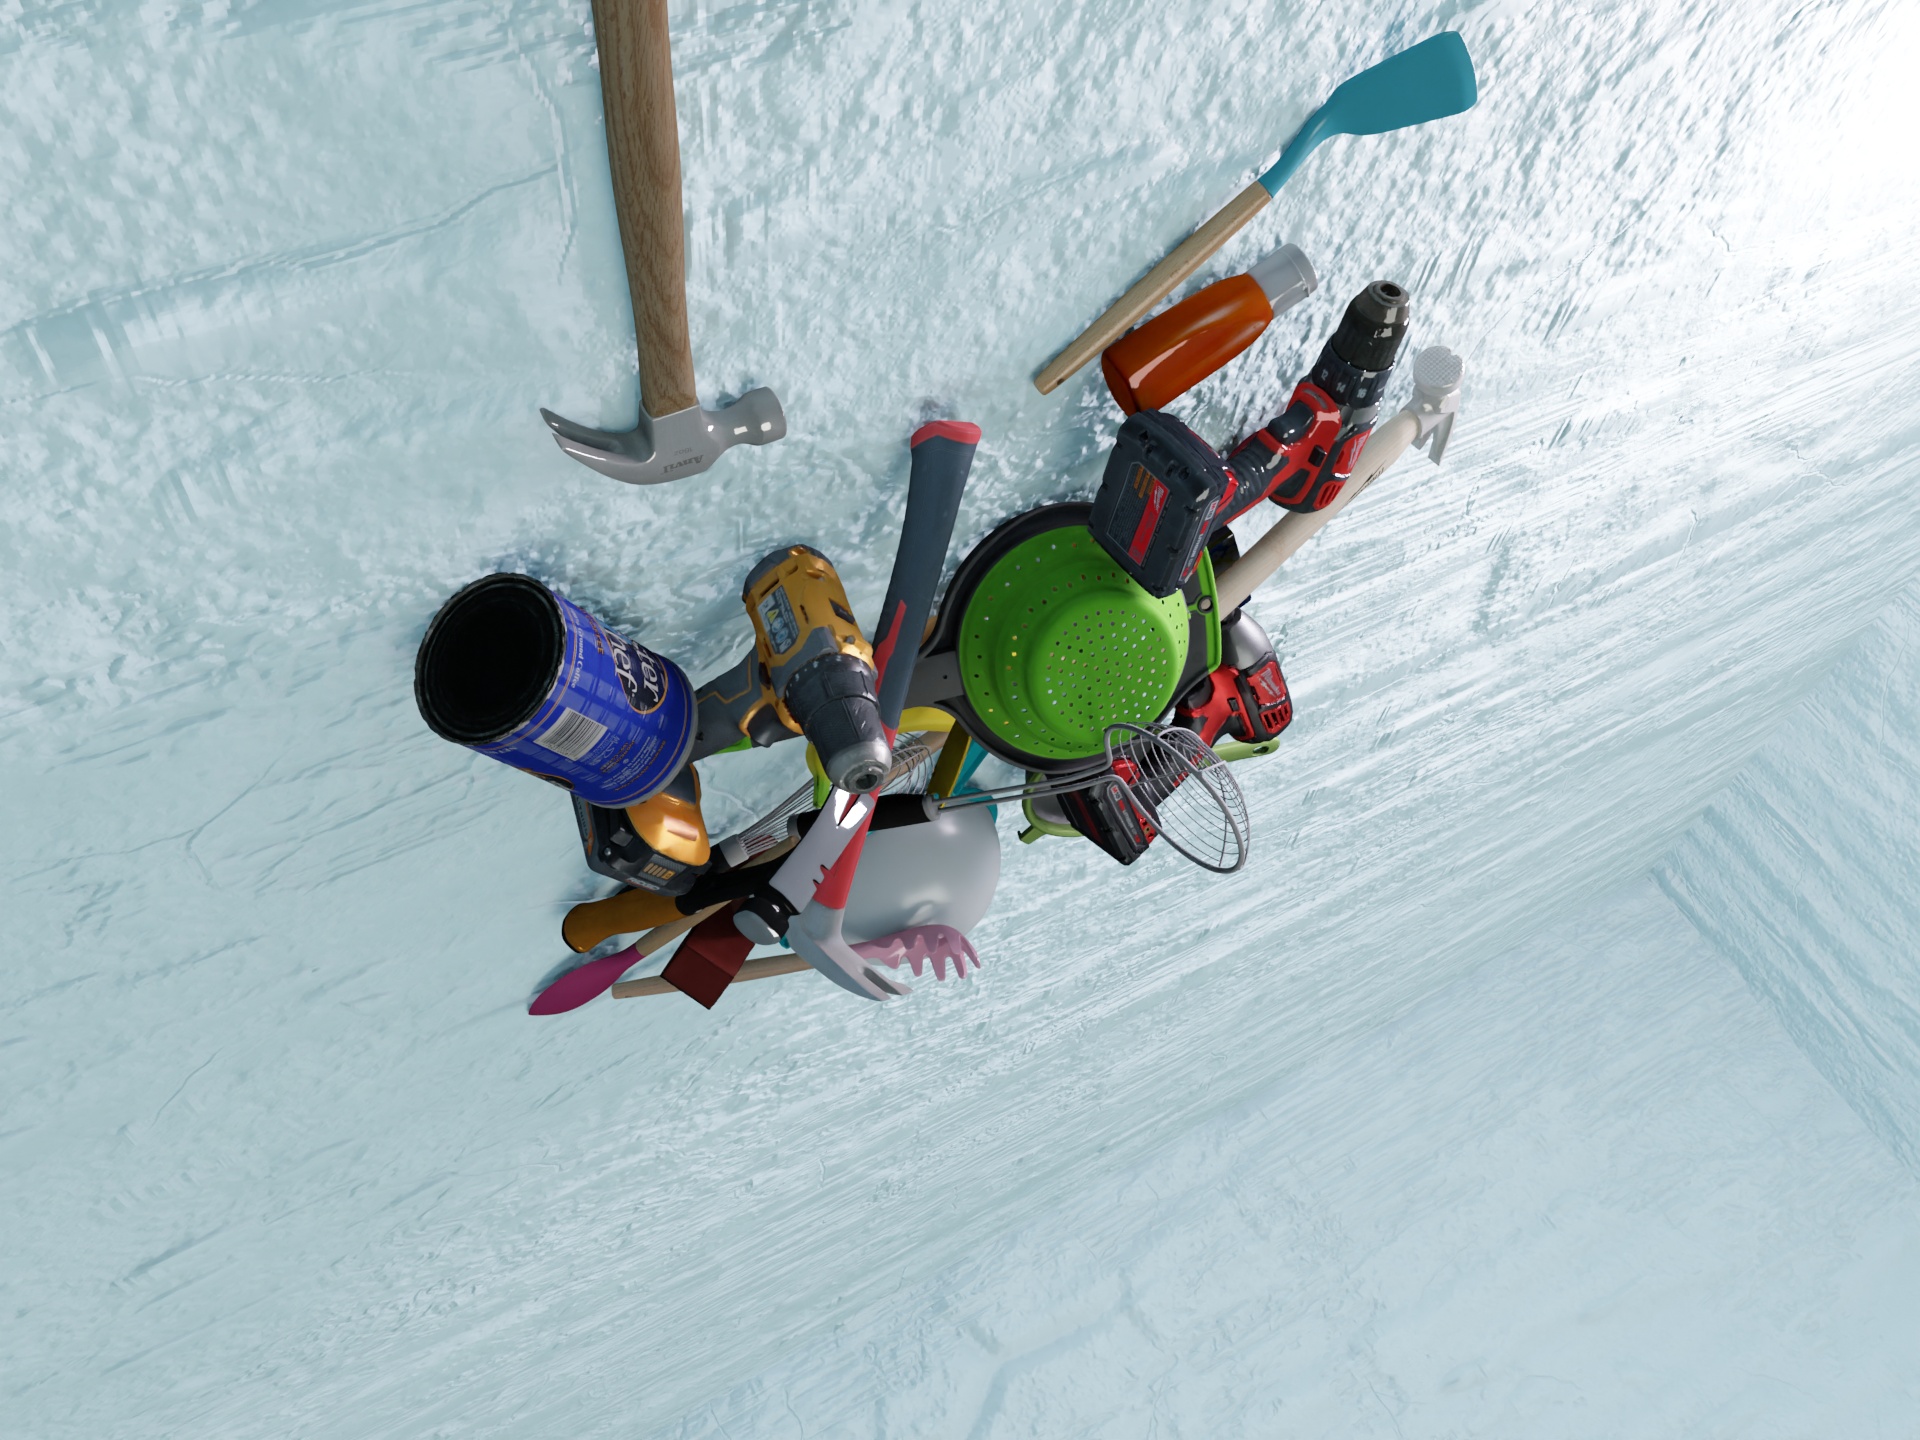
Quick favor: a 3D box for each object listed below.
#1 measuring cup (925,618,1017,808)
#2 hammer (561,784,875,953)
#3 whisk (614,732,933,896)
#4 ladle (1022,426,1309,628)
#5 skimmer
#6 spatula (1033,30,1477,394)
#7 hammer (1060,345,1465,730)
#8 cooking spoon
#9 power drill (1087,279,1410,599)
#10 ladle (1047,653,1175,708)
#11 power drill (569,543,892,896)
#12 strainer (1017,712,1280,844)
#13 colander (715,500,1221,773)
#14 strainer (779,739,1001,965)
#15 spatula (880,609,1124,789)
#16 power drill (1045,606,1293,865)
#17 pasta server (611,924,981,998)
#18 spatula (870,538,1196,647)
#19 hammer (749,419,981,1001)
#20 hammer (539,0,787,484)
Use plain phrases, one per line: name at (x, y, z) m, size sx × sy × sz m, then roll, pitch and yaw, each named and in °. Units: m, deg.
measuring cup at (-0.002, -0.004, 1.195) m, size 0.029 × 0.062 × 0.156 m, roll 35°, pitch 72°, yaw -56°
hammer at (-0.189, 0.118, 1.112) m, size 0.337 × 0.034 × 0.127 m, roll -20°, pitch -151°, yaw 50°
whisk at (-0.150, 0.087, 1.252) m, size 0.284 × 0.070 × 0.070 m, roll -27°, pitch 152°, yaw -3°
ladle at (0.138, -0.138, 1.230) m, size 0.315 × 0.031 × 0.069 m, roll -34°, pitch 150°, yaw 4°
skimmer at (0.027, 0.072, 1.120) m, size 0.363 × 0.090 × 0.127 m, roll -10°, pitch 127°, yaw 25°
spatula at (0.173, -0.304, 0.983) m, size 0.317 × 0.044 × 0.082 m, roll -40°, pitch 155°, yaw 13°
hammer at (0.240, -0.123, 1.262) m, size 0.410 × 0.038 × 0.146 m, roll -42°, pitch 159°, yaw -5°
cooking spoon at (-0.237, 0.170, 1.265) m, size 0.319 × 0.017 × 0.068 m, roll -35°, pitch 157°, yaw 29°
power drill at (0.207, -0.195, 1.085) m, size 0.226 × 0.080 × 0.187 m, roll -28°, pitch 153°, yaw -30°
ladle at (0.151, -0.035, 1.358) m, size 0.320 × 0.062 × 0.078 m, roll 2°, pitch 140°, yaw -51°
power drill at (-0.142, 0.020, 1.010) m, size 0.226 × 0.186 × 0.084 m, roll -40°, pitch 139°, yaw 18°
strainer at (0.165, 0.024, 1.442) m, size 0.256 × 0.069 × 0.151 m, roll -10°, pitch 140°, yaw -19°
colander at (0.012, -0.027, 1.120) m, size 0.397 × 0.095 × 0.204 m, roll -15°, pitch 110°, yaw -9°
strainer at (-0.014, 0.119, 1.383) m, size 0.211 × 0.095 × 0.340 m, roll -11°, pitch 149°, yaw -37°
spatula at (0.013, -0.009, 1.308) m, size 0.316 × 0.018 × 0.059 m, roll -35°, pitch 155°, yaw -1°
power drill at (0.178, 0.003, 1.326) m, size 0.219 × 0.079 × 0.143 m, roll -39°, pitch 130°, yaw -13°
pasta server at (-0.142, 0.214, 1.357) m, size 0.316 × 0.040 × 0.060 m, roll -9°, pitch 147°, yaw 2°
spatula at (0.019, -0.082, 1.170) m, size 0.322 × 0.041 × 0.081 m, roll -25°, pitch 109°, yaw -11°
hammer at (-0.043, -0.005, 1.043) m, size 0.038 × 0.143 × 0.386 m, roll -7°, pitch 121°, yaw -47°
hammer at (-0.150, -0.235, 0.758) m, size 0.130 × 0.031 × 0.331 m, roll -24°, pitch 151°, yaw -20°
